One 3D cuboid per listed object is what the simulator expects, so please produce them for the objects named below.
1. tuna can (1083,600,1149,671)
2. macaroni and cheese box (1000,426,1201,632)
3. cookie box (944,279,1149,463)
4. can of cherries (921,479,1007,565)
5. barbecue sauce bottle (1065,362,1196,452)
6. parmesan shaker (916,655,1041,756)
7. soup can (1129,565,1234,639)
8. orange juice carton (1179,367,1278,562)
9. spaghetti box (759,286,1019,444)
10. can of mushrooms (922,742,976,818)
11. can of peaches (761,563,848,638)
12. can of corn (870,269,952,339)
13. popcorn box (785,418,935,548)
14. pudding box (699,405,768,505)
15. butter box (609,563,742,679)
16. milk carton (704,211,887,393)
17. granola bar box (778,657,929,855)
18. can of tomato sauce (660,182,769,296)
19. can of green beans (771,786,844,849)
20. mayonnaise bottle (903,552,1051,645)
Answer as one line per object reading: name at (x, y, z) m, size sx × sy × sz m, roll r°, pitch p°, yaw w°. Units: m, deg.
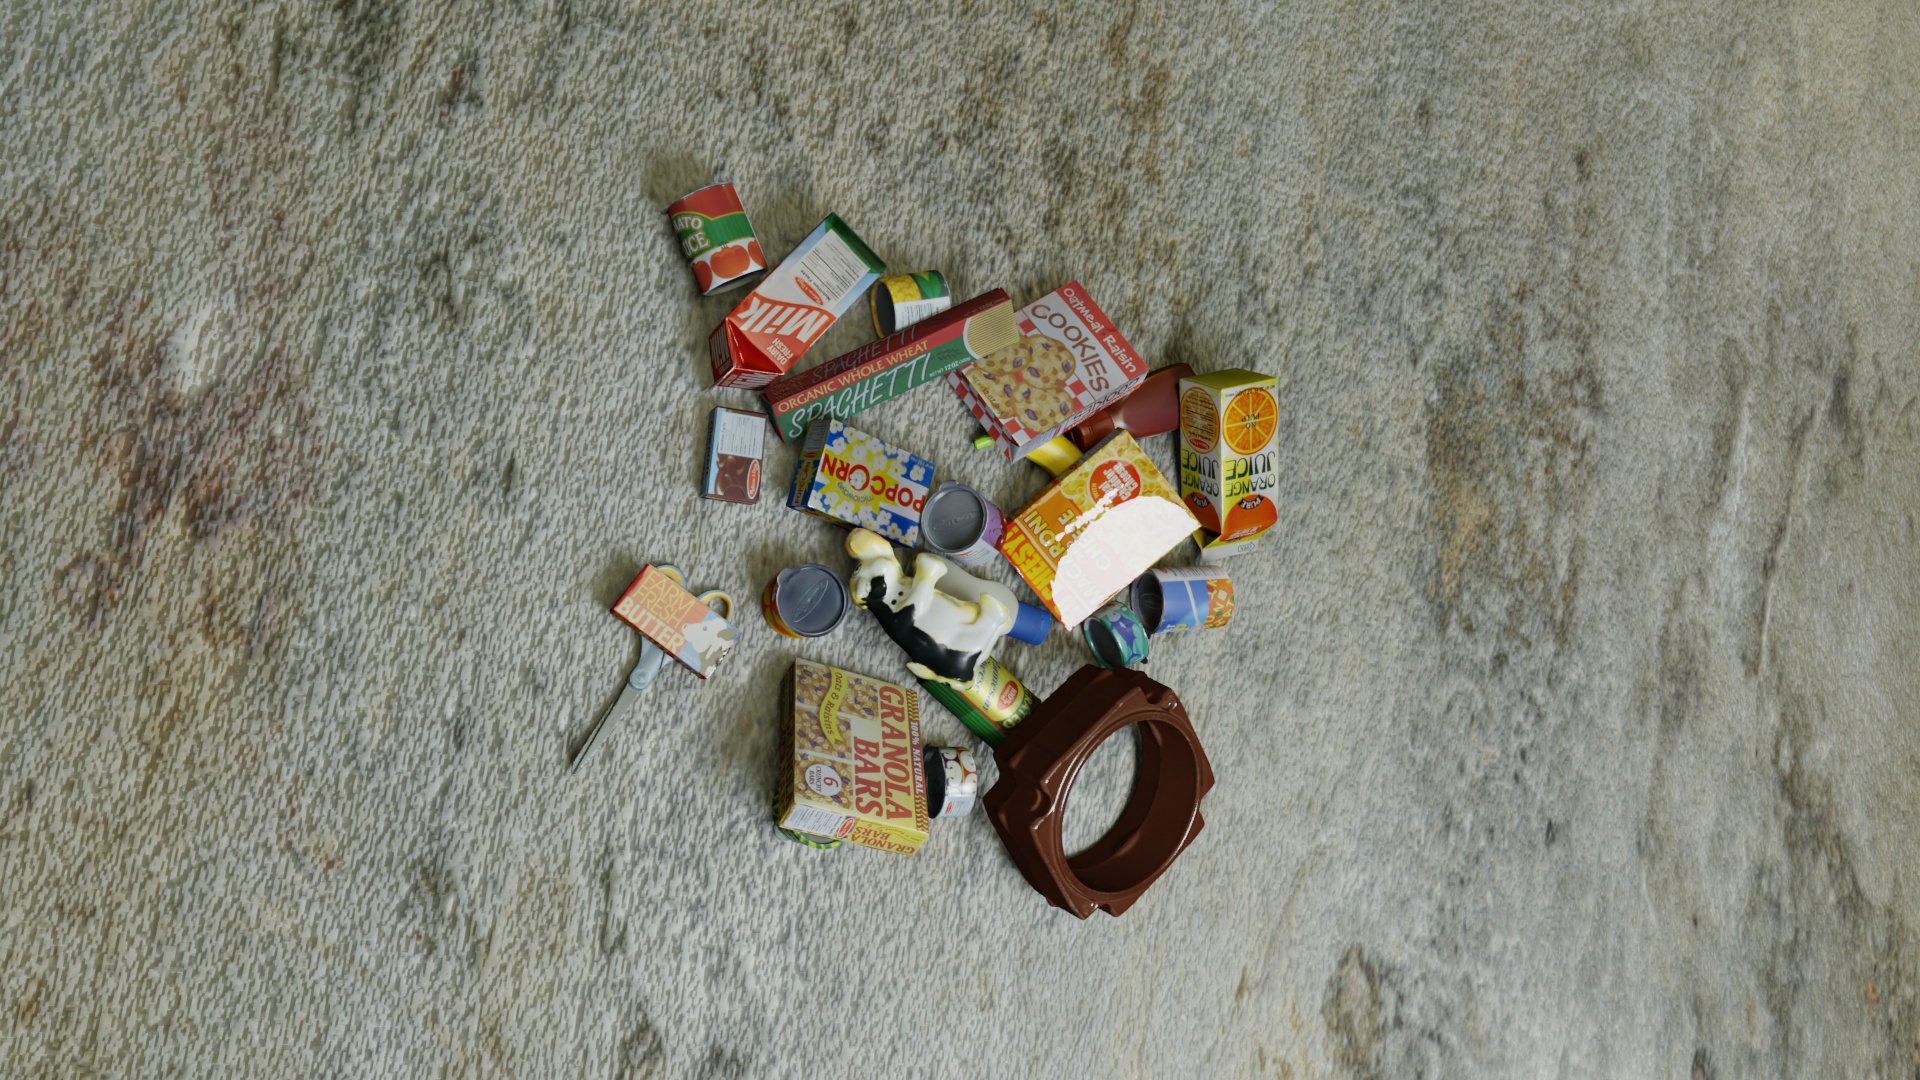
tuna can at (0.154, 0.098, 1.368) m, size 0.033 × 0.071 × 0.071 m, roll -27°, pitch 95°, yaw -22°
macaroni and cheese box at (0.130, -0.011, 1.354) m, size 0.166 × 0.040 × 0.123 m, roll -39°, pitch 99°, yaw 2°
cookie box at (0.083, -0.169, 1.364) m, size 0.168 × 0.040 × 0.123 m, roll -31°, pitch 75°, yaw -22°
can of cherries at (0.005, -0.016, 1.309) m, size 0.058 × 0.071 × 0.071 m, roll 31°, pitch 56°, yaw -64°
barbecue sauce bottle at (0.177, -0.131, 1.418) m, size 0.149 × 0.043 × 0.064 m, roll -23°, pitch 99°, yaw -23°
parmesan shaker at (0.016, 0.144, 1.304) m, size 0.103 × 0.071 × 0.071 m, roll 43°, pitch 70°, yaw -13°
soup can at (0.223, 0.062, 1.403) m, size 0.084 × 0.071 × 0.071 m, roll -2°, pitch 85°, yaw -23°
orange juice carton at (0.274, -0.073, 1.418) m, size 0.072 × 0.073 × 0.192 m, roll -13°, pitch 111°, yaw -24°
spaghetti box at (-0.063, -0.163, 1.292) m, size 0.250 × 0.029 × 0.050 m, roll -25°, pitch 132°, yaw -11°
can of mushrooms at (-0.012, 0.221, 1.285) m, size 0.033 × 0.071 × 0.071 m, roll 3°, pitch 83°, yaw -22°
can of peaches at (-0.143, 0.054, 1.254) m, size 0.071 × 0.058 × 0.071 m, roll 3°, pitch 83°, yaw -22°
can of corn at (-0.048, -0.223, 1.325) m, size 0.058 × 0.071 × 0.071 m, roll -12°, pitch 89°, yaw -23°
popcorn box at (-0.090, -0.051, 1.282) m, size 0.126 × 0.038 × 0.085 m, roll 23°, pitch 77°, yaw -36°
pudding box at (-0.206, -0.076, 1.259) m, size 0.050 × 0.030 × 0.084 m, roll 8°, pitch 81°, yaw -23°
butter box at (-0.248, 0.071, 1.208) m, size 0.103 × 0.024 × 0.053 m, roll 38°, pitch 70°, yaw -13°
milk carton at (-0.162, -0.205, 1.270) m, size 0.073 × 0.072 × 0.191 m, roll 45°, pitch 69°, yaw -12°
granola bar box at (-0.095, 0.188, 1.216) m, size 0.124 × 0.039 × 0.166 m, roll 18°, pitch 36°, yaw -20°
can of tomato sauce at (-0.221, -0.271, 1.256) m, size 0.071 × 0.071 × 0.083 m, roll -25°, pitch 95°, yaw -23°
can of green beans at (-0.129, 0.240, 1.238) m, size 0.071 × 0.057 × 0.071 m, roll 3°, pitch 83°, yaw -22°
mayonnaise bottle at (0.015, 0.062, 1.329) m, size 0.148 × 0.041 × 0.065 m, roll 21°, pitch 77°, yaw -20°
